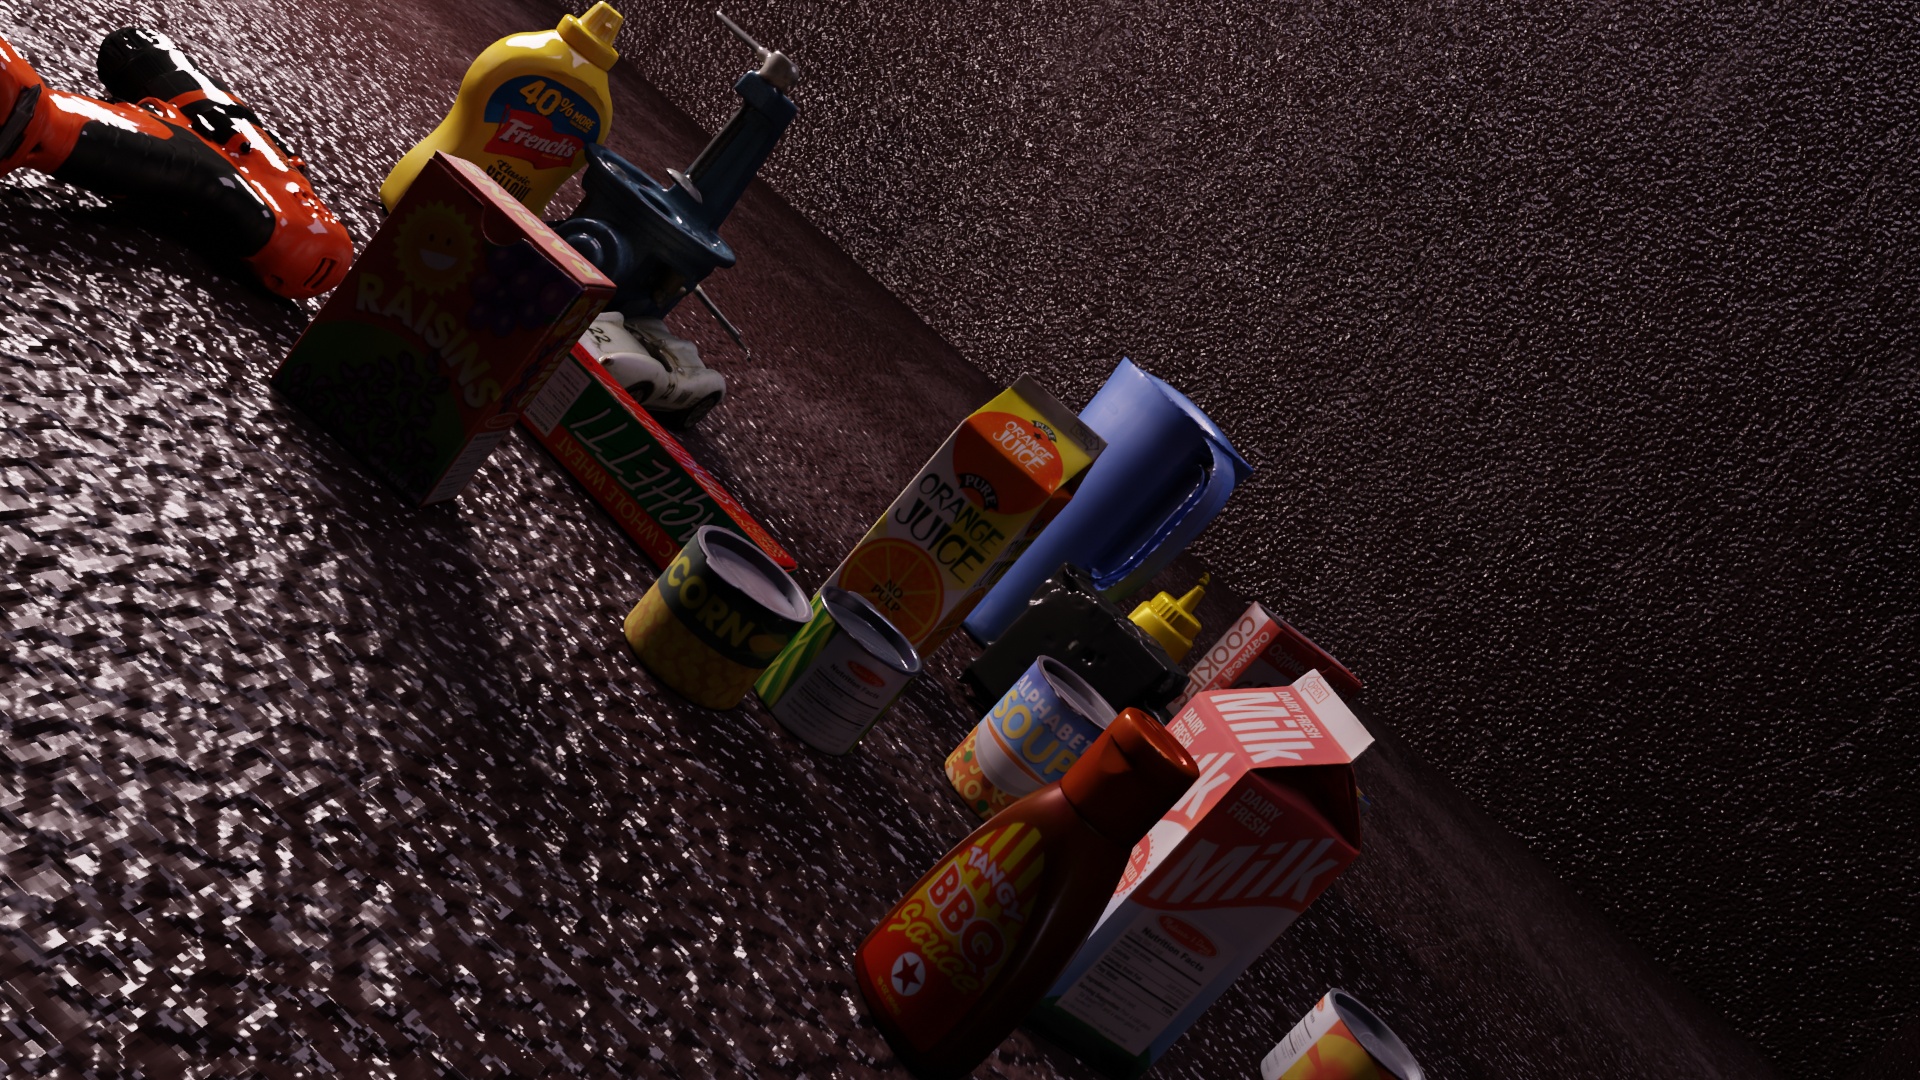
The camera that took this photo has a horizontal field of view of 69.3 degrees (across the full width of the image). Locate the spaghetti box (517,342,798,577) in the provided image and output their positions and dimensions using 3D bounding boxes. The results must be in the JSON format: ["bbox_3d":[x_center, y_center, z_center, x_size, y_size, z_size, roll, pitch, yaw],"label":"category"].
[{"bbox_3d":[-0.187,-0.050,0.747,0.250,0.050,0.029,44,11,15],"label":"spaghetti box"}]

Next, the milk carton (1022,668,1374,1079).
[{"bbox_3d":[0.105,0.141,0.619,0.073,0.190,0.072,37,11,-20],"label":"milk carton"}]

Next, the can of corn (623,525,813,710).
[{"bbox_3d":[-0.113,0.036,0.639,0.071,0.058,0.071,39,11,-9],"label":"can of corn"}]

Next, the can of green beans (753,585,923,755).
[{"bbox_3d":[-0.062,0.065,0.698,0.071,0.057,0.071,39,11,-9],"label":"can of green beans"}]

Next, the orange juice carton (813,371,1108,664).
[{"bbox_3d":[0.003,-0.011,0.867,0.072,0.192,0.073,43,10,11],"label":"orange juice carton"}]

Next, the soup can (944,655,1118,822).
[{"bbox_3d":[0.041,0.117,0.780,0.071,0.083,0.071,39,10,-9],"label":"soup can"}]

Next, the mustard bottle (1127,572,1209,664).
[{"bbox_3d":[0.125,0.085,0.993,0.049,0.160,0.065,45,11,22],"label":"mustard bottle"}]

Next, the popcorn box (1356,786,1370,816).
[{"bbox_3d":[0.279,0.220,1.189,0.126,0.085,0.038,35,12,-31],"label":"popcorn box"}]

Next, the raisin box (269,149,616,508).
[{"bbox_3d":[-0.220,-0.088,0.591,0.086,0.123,0.040,41,10,2],"label":"raisin box"}]

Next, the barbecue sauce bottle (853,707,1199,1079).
[{"bbox_3d":[0.026,0.127,0.515,0.043,0.148,0.065,30,15,-47],"label":"barbecue sauce bottle"}]

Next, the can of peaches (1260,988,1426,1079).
[{"bbox_3d":[0.205,0.286,0.741,0.071,0.058,0.071,39,11,-9],"label":"can of peaches"}]

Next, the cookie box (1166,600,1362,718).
[{"bbox_3d":[0.211,0.139,1.055,0.123,0.167,0.040,32,13,-40],"label":"cookie box"}]
